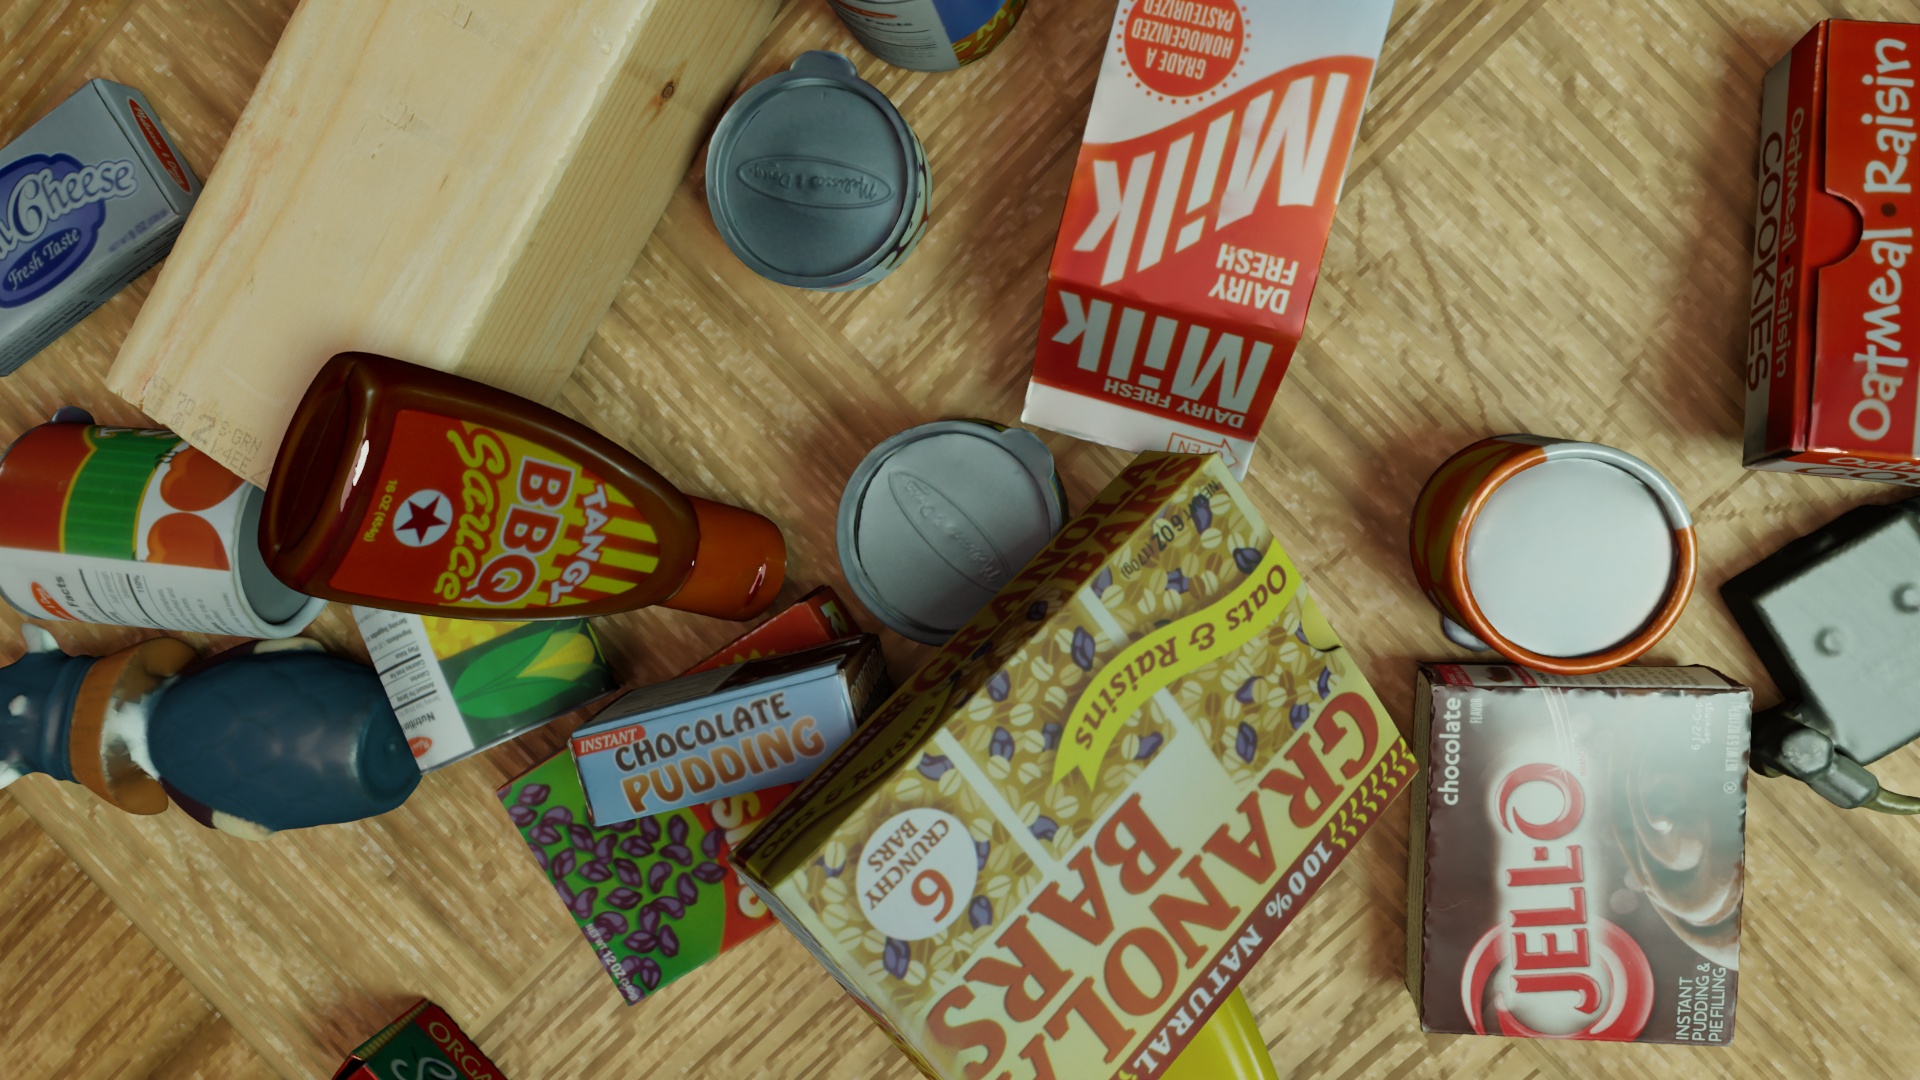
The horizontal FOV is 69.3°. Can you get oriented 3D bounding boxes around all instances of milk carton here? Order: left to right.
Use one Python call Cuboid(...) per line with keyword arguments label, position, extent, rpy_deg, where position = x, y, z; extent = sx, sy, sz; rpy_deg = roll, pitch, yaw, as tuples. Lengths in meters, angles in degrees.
Cuboid(label="milk carton", position=(0.074, -0.117, 0.400), extent=(0.072, 0.073, 0.190), rpy_deg=(16, 97, 5))

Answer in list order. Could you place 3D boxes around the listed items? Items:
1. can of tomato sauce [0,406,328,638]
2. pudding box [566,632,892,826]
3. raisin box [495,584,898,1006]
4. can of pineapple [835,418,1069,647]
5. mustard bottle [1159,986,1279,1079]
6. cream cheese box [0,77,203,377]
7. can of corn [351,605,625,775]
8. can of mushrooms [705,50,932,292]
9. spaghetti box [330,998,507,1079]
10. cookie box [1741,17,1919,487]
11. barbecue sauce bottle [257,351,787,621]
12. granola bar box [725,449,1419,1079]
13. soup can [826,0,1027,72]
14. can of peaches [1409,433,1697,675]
Cuboid(label="can of tomato sauce", position=(-0.257, -0.005, 0.455), extent=(0.083, 0.071, 0.071), rpy_deg=(5, 96, 6))
Cuboid(label="pudding box", position=(-0.064, 0.054, 0.404), extent=(0.084, 0.050, 0.030), rpy_deg=(-15, 95, 9))
Cuboid(label="raisin box", position=(-0.074, 0.083, 0.455), extent=(0.123, 0.040, 0.086), rpy_deg=(-32, 90, 10))
Cuboid(label="can of pineapple", position=(0.002, -0.005, 0.427), extent=(0.071, 0.058, 0.071), rpy_deg=(1, 96, 7))
Cuboid(label="mustard bottle", position=(0.067, 0.163, 0.440), extent=(0.065, 0.049, 0.160), rpy_deg=(-15, 92, 8))
Cuboid(label="cream cheese box", position=(-0.311, -0.104, 0.473), extent=(0.103, 0.024, 0.053), rpy_deg=(-32, 91, 9))
Cuboid(label="can of corn", position=(-0.150, 0.034, 0.447), extent=(0.071, 0.071, 0.058), rpy_deg=(-23, 91, 9))
Cuboid(label="can of mushrooms", position=(-0.043, -0.114, 0.435), extent=(0.071, 0.033, 0.071), rpy_deg=(1, 96, 8))
Cuboid(label="spaghetti box", position=(-0.116, 0.261, 0.471), extent=(0.028, 0.050, 0.250), rpy_deg=(-44, 89, 8))
Cuboid(label="cookie box", position=(0.311, -0.074, 0.380), extent=(0.167, 0.040, 0.123), rpy_deg=(6, 84, 7))
Cuboid(label="barbecue sauce bottle", position=(-0.116, -0.005, 0.401), extent=(0.044, 0.148, 0.064), rpy_deg=(31, 100, 40))
Cuboid(label="granola bar box", position=(0.040, 0.073, 0.382), extent=(0.166, 0.039, 0.124), rpy_deg=(-43, 111, -18))
Cuboid(label="soup can", position=(-0.013, -0.179, 0.399), extent=(0.071, 0.084, 0.071), rpy_deg=(1, 96, 7))
Cuboid(label="can of peaches", position=(0.170, 0.005, 0.408), extent=(0.071, 0.058, 0.071), rpy_deg=(1, 95, 7))
